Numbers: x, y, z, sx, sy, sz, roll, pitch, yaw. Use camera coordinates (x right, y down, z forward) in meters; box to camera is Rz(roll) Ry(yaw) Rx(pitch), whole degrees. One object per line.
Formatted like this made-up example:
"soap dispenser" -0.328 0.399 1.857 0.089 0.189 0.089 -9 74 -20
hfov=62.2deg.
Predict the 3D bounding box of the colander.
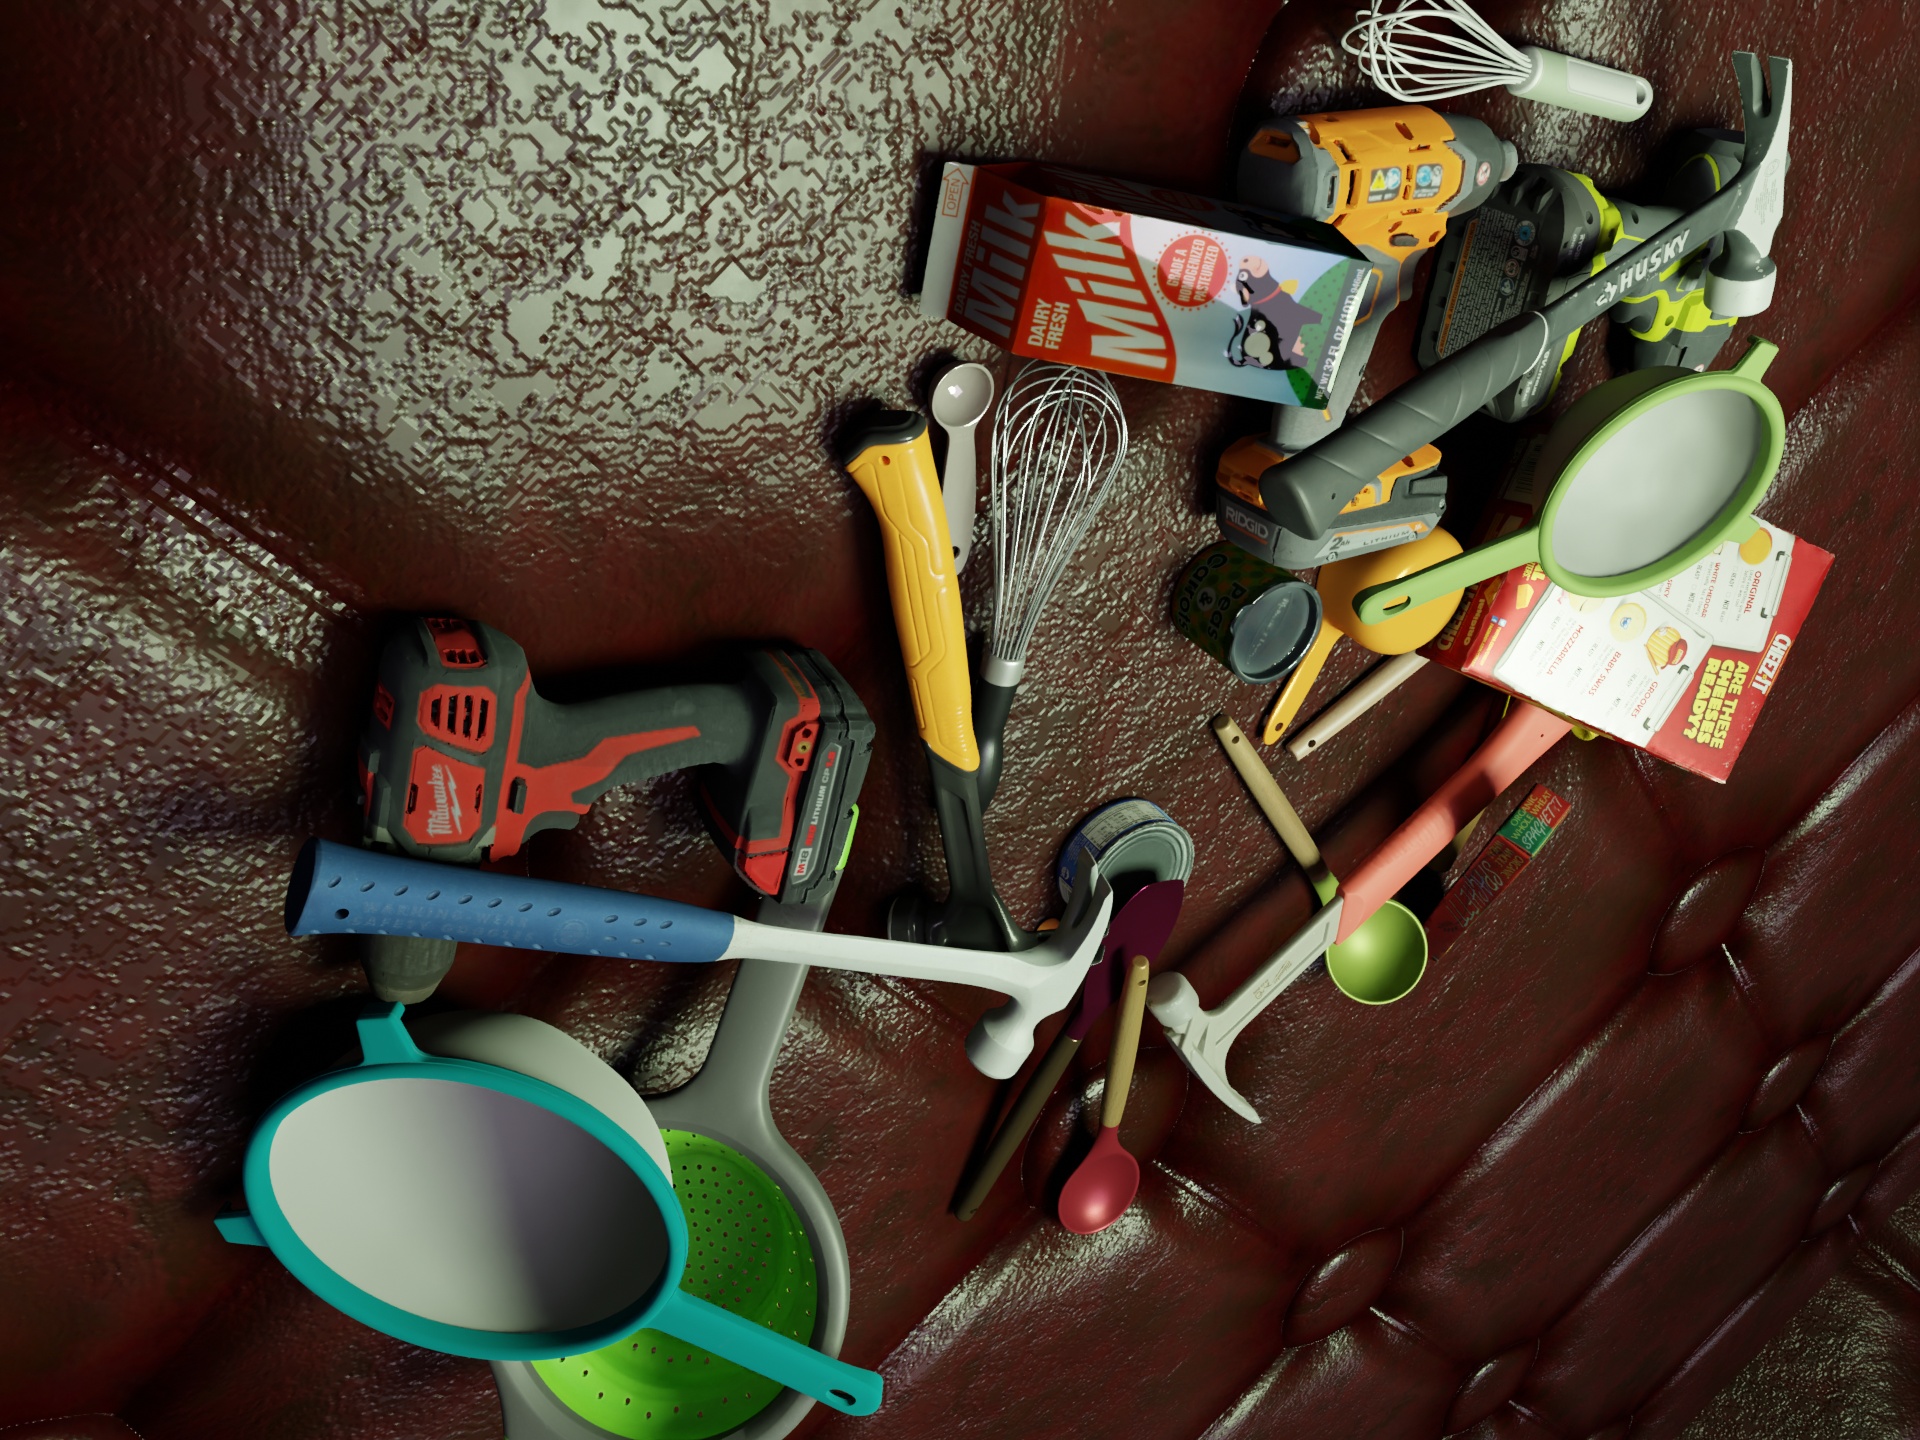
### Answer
"colander" -0.131 0.227 0.888 0.094 0.204 0.397 6 103 -85

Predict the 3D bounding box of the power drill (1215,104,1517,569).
"power drill" 0.218 -0.207 0.845 0.164 0.084 0.226 -16 123 -26

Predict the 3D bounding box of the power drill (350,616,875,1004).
"power drill" -0.170 0.045 0.749 0.226 0.080 0.187 0 120 -32

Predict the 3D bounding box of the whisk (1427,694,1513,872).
"whisk" 0.394 0.007 1.149 0.047 0.051 0.244 11 119 -17

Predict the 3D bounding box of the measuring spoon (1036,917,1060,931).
"measuring spoon" 0.089 0.153 1.048 0.116 0.011 0.021 29 101 -44

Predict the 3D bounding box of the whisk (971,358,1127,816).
"whisk" 0.030 -0.056 0.832 0.070 0.070 0.284 -9 129 -31

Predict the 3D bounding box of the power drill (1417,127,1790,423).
"power drill" 0.380 -0.250 0.932 0.223 0.080 0.171 -15 127 -31

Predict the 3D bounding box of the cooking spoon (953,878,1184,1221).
"cooking spoon" 0.062 0.222 1.044 0.068 0.017 0.318 -3 129 -43

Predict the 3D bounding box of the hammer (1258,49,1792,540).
"hammer" 0.296 -0.201 0.794 0.409 0.036 0.149 -34 134 -25

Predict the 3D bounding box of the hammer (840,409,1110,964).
"hammer" -0.001 -0.003 0.827 0.127 0.034 0.336 1 125 17

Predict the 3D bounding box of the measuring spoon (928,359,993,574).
"measuring spoon" -0.005 -0.125 0.792 0.034 0.018 0.124 -19 136 -24

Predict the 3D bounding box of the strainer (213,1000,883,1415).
"strainer" -0.179 0.246 0.803 0.340 0.095 0.211 32 120 -17

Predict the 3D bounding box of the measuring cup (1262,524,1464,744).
"measuring cup" 0.250 -0.049 0.993 0.095 0.052 0.173 19 106 -42

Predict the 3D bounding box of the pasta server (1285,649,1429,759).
"pasta server" 0.344 -0.073 1.054 0.316 0.040 0.060 -38 108 -5

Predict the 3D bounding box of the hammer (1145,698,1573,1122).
"hammer" 0.287 0.114 1.082 0.359 0.037 0.149 -42 125 -6

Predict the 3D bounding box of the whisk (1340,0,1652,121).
"whisk" 0.288 -0.340 0.826 0.246 0.059 0.058 -6 96 -37

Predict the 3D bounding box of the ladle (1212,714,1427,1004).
"ladle" 0.245 0.098 1.091 0.078 0.062 0.319 -42 132 -3

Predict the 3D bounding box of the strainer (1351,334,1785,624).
"strainer" 0.337 -0.127 0.916 0.256 0.069 0.151 -23 137 3

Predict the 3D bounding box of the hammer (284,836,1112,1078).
"hammer" -0.101 0.099 0.752 0.405 0.035 0.144 13 121 -34

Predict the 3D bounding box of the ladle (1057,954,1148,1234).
"ladle" 0.105 0.261 1.092 0.069 0.031 0.315 -18 138 -20
